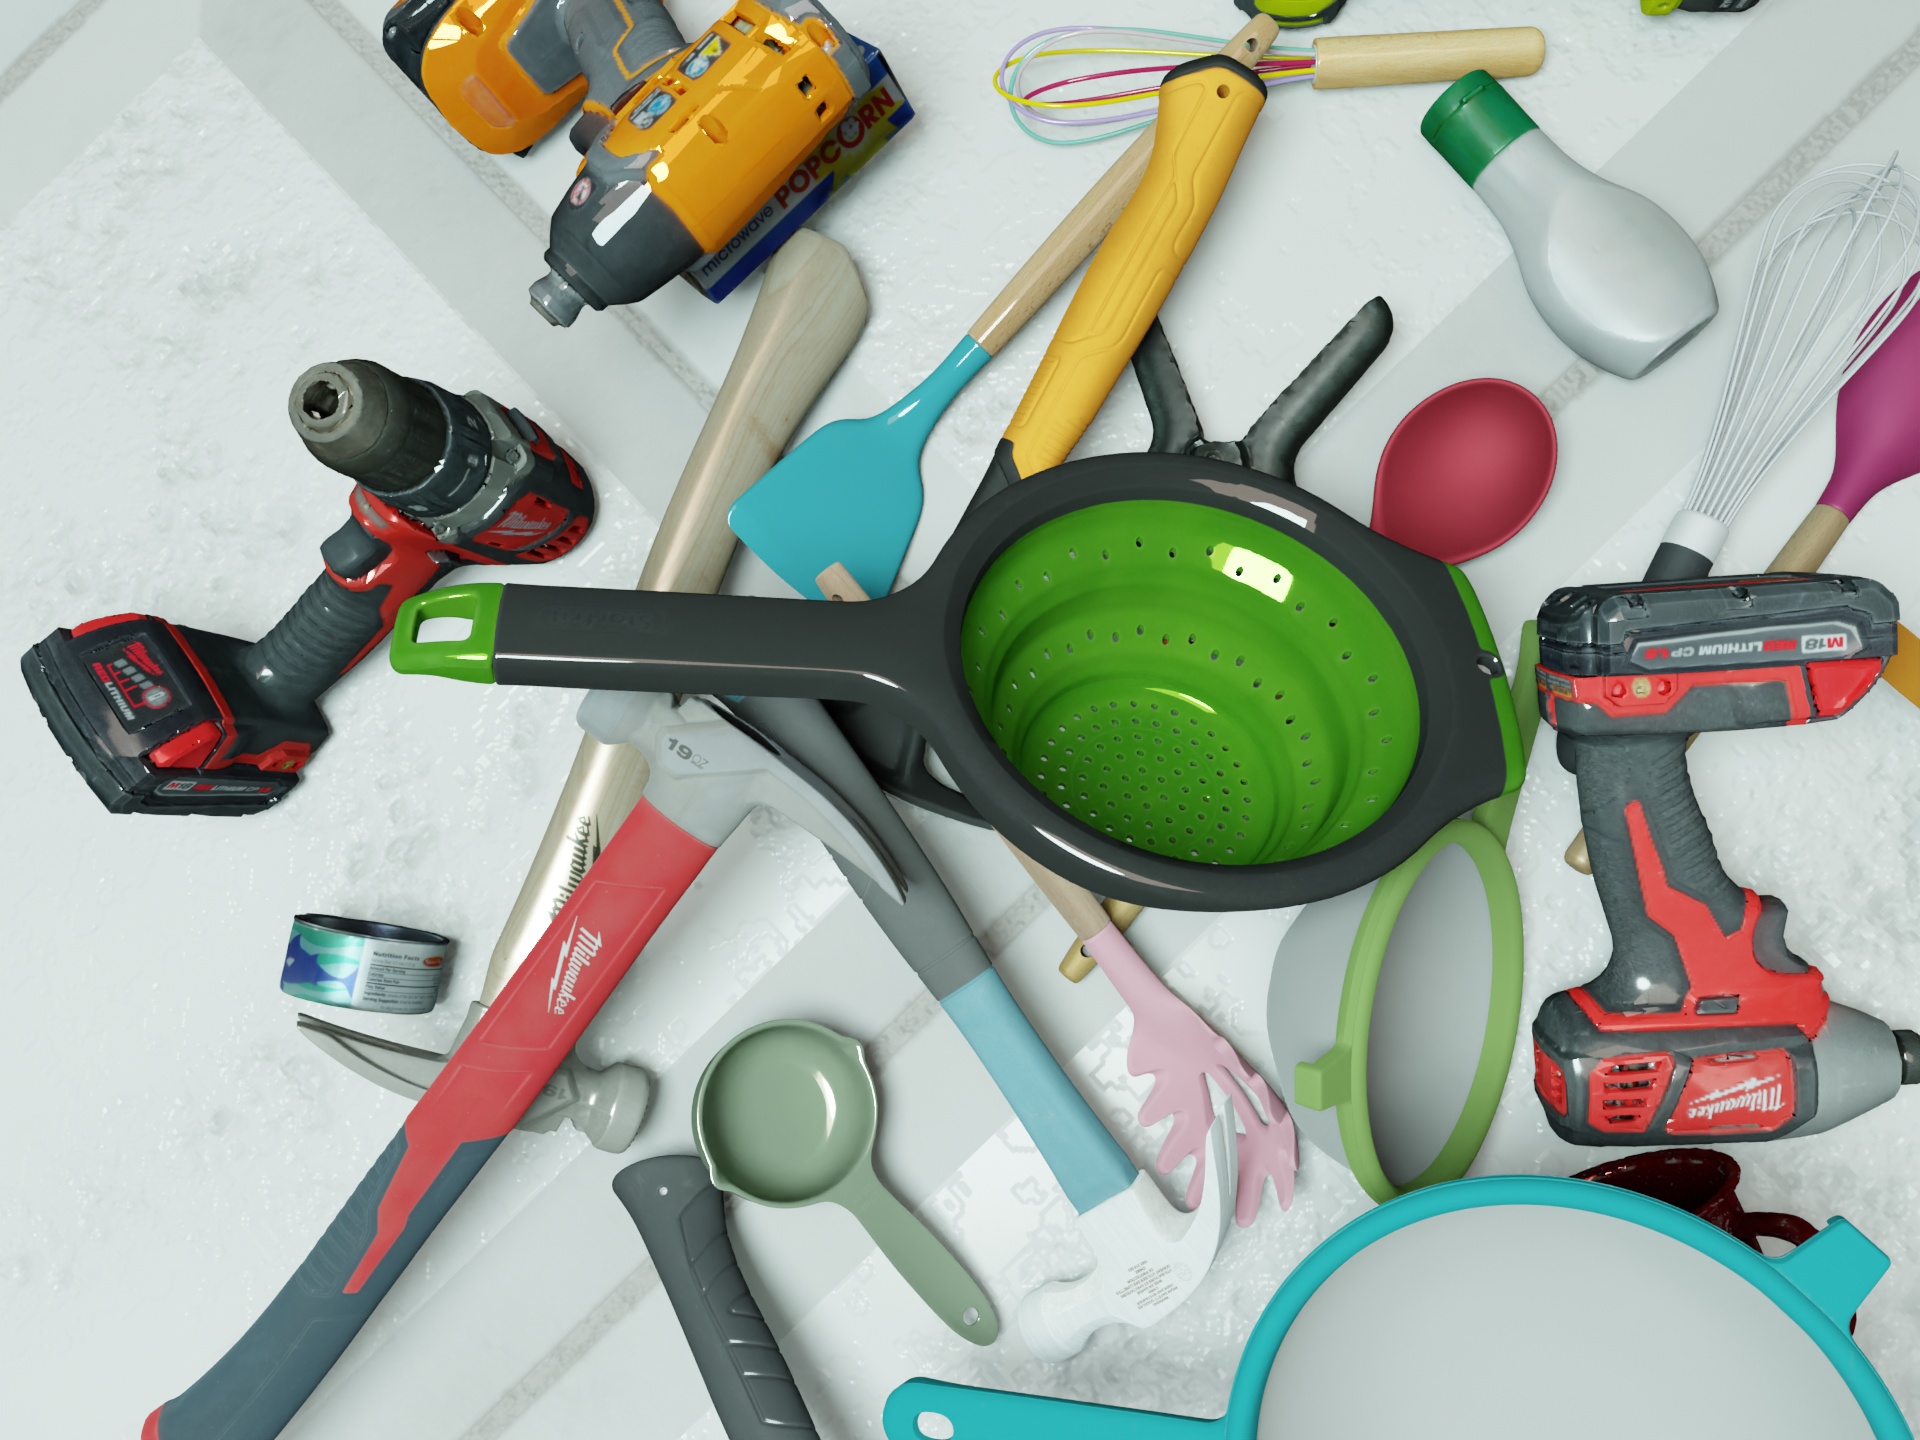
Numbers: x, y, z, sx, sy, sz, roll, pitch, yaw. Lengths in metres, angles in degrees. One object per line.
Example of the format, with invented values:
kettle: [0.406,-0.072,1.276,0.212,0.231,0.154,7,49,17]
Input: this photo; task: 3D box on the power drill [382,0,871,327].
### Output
power drill: [-0.160,-0.267,0.686,0.164,0.084,0.227,-46,55,-1]

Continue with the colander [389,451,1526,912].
colander: [-0.001,-0.002,0.594,0.397,0.094,0.205,2,54,-7]

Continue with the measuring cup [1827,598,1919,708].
measuring cup: [0.404,0.015,0.634,0.095,0.052,0.174,-43,78,0]

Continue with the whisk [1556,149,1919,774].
whisk: [0.319,-0.105,0.658,0.070,0.070,0.284,28,91,10]

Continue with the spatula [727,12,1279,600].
spatula: [0.029,-0.181,0.694,0.082,0.044,0.317,40,98,-16]

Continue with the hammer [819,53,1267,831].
hammer: [0.043,-0.119,0.673,0.127,0.034,0.337,28,95,1]

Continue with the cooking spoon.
cooking spoon: [0.351,-0.066,0.667,0.069,0.017,0.319,36,88,9]

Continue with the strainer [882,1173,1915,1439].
strainer: [0.143,0.254,0.560,0.340,0.095,0.211,-3,87,23]

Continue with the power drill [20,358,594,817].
power drill: [-0.274,-0.058,0.663,0.226,0.188,0.080,-38,81,5]

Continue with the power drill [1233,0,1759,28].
power drill: [0.229,-0.352,0.646,0.223,0.171,0.080,0,83,4]

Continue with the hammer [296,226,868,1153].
hammer: [-0.142,-0.029,0.692,0.146,0.038,0.411,23,81,-21]

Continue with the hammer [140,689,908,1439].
hammer: [-0.183,0.167,0.620,0.143,0.038,0.386,37,95,-2]

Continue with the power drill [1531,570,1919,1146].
power drill: [0.295,0.056,0.613,0.143,0.078,0.219,-3,97,6]

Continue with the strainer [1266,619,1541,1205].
strainer: [0.181,0.065,0.642,0.069,0.151,0.256,5,60,39]

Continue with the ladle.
ladle: [0.143,-0.013,0.683,0.069,0.031,0.315,38,90,13]

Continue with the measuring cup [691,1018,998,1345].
measuring cup: [-0.046,0.199,0.672,0.083,0.038,0.167,-43,93,-24]

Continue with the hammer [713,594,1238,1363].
hammer: [-0.007,0.096,0.643,0.128,0.033,0.331,-36,86,25]

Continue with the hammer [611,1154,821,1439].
hammer: [-0.059,0.307,0.595,0.146,0.035,0.335,-30,55,-8]

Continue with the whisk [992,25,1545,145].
whisk: [0.137,-0.290,0.712,0.245,0.047,0.051,-2,109,2]

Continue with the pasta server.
pasta server: [0.037,0.067,0.649,0.060,0.040,0.316,-35,92,33]
